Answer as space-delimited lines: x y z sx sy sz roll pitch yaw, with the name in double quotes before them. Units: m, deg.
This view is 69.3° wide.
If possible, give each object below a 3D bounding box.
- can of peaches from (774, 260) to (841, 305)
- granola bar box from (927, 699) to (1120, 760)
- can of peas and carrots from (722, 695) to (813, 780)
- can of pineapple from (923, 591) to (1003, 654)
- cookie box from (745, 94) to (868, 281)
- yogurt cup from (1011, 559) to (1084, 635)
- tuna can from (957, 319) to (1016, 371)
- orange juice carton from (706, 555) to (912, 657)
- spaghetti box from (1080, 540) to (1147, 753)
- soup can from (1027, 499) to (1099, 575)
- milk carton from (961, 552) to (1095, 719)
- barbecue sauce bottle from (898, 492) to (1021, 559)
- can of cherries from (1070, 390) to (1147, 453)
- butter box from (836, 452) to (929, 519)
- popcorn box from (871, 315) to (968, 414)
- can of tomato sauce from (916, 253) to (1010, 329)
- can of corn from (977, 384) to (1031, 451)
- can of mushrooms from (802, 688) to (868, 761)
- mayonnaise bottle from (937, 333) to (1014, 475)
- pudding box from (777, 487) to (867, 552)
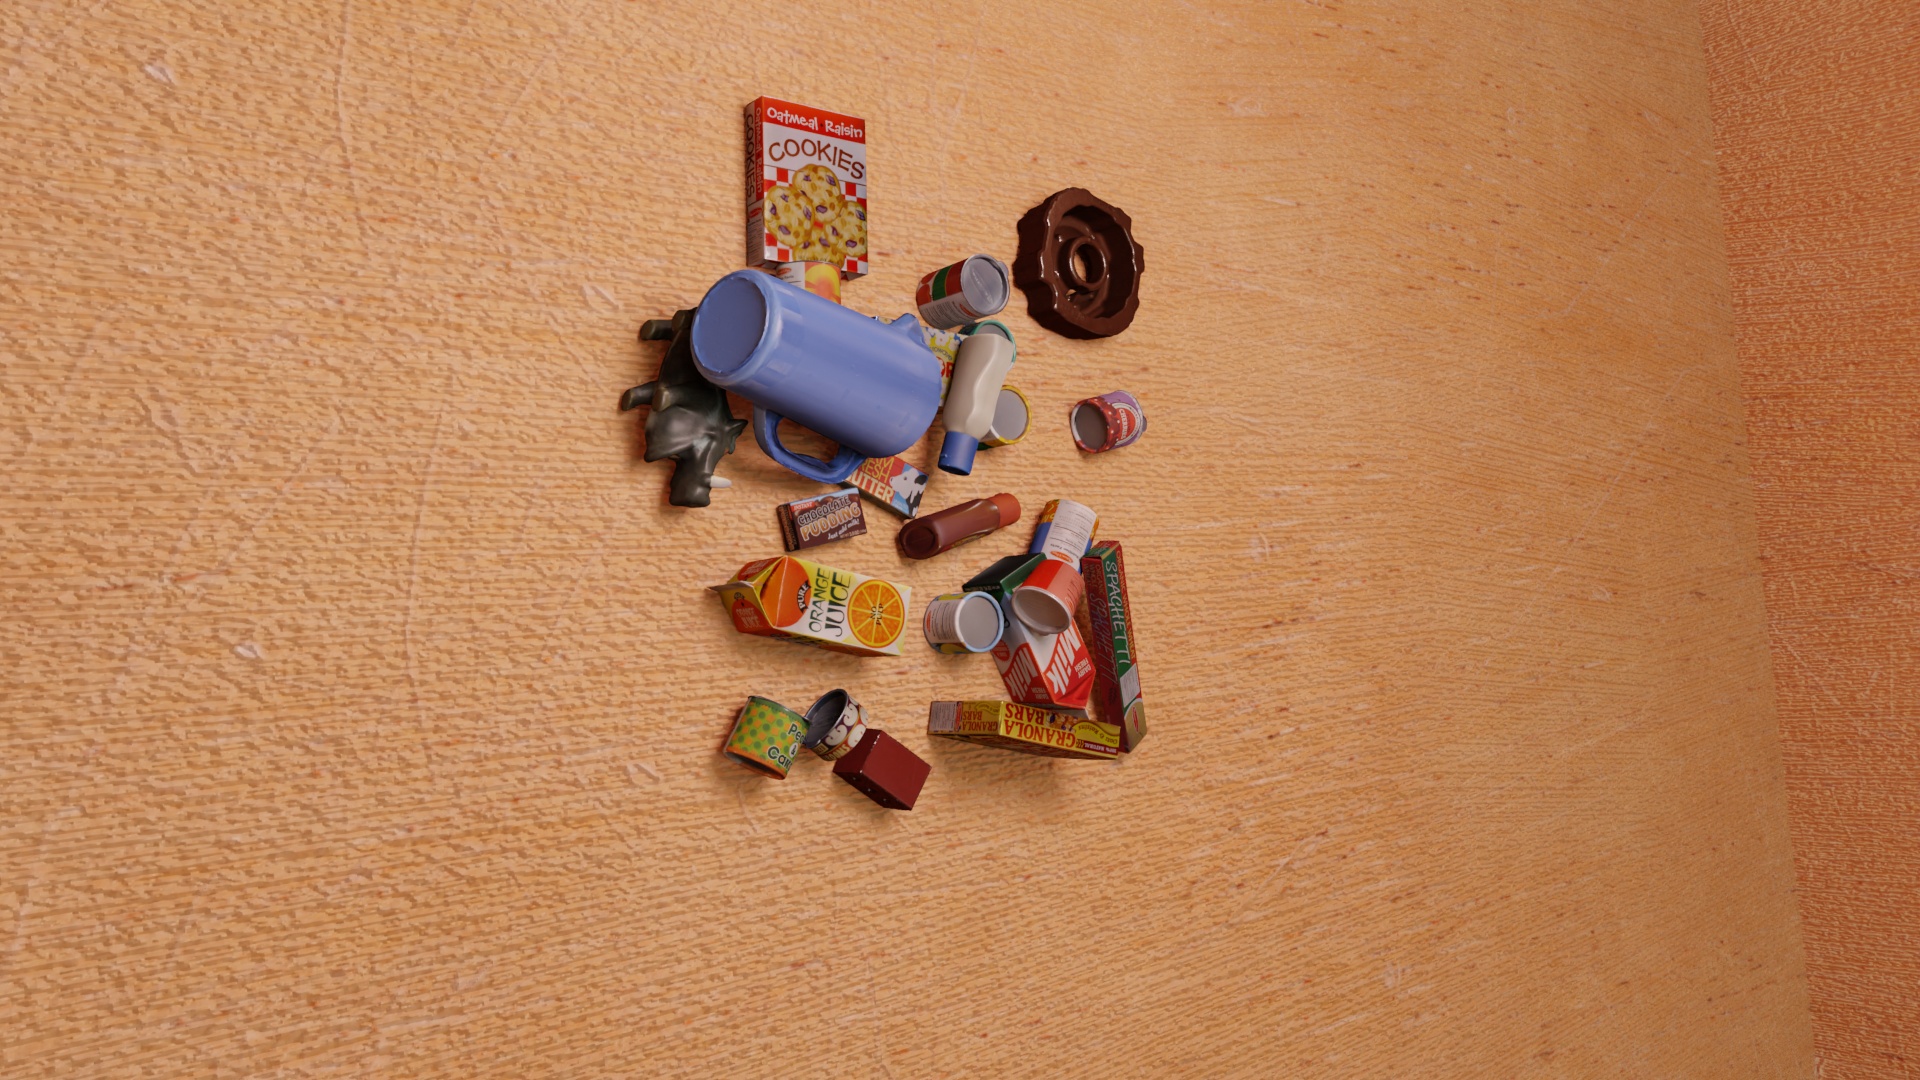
"can of peaches" -0.150 -0.244 1.392 0.071 0.071 0.058 2 84 -37
"granola bar box" 0.067 0.202 1.473 0.165 0.124 0.039 17 74 -35
"can of peas and carrots" -0.182 0.188 1.318 0.071 0.071 0.059 37 66 -29
"can of pineapple" 0.005 0.088 1.479 0.071 0.058 0.071 5 82 -37
"cookie box" -0.157 -0.357 1.417 0.123 0.040 0.167 1 85 -37
"yogurt cup" 0.095 0.057 1.458 0.072 0.072 0.054 51 51 -22
"tuna can" 0.028 -0.214 1.545 0.071 0.033 0.071 4 83 -37
"orange juice carton" -0.148 0.063 1.357 0.193 0.071 0.073 16 75 -35
"spaghetti box" 0.176 0.121 1.581 0.050 0.028 0.249 -35 122 -49
"soup can" 0.113 0.006 1.567 0.071 0.071 0.084 35 63 -29
"milk carton" 0.083 0.115 1.528 0.074 0.072 0.190 -32 103 -35
"barbecue sauce bottle" 0.005 -0.019 1.491 0.149 0.064 0.043 -20 92 -46
"can of cherries" 0.173 -0.138 1.623 0.058 0.071 0.071 -17 95 -37
"butter box" -0.084 -0.066 1.449 0.103 0.024 0.053 29 69 -32
"popcorn box" -0.051 -0.185 1.479 0.127 0.038 0.085 6 82 -37
"can of tomato sauce" 0.003 -0.269 1.501 0.071 0.083 0.071 5 83 -37
"can of corn" 0.038 -0.136 1.528 0.071 0.058 0.071 4 83 -37
"can of mushrooms" -0.125 0.183 1.363 0.033 0.071 0.071 45 61 -27
"mayonnaise bottle" 0.011 -0.143 1.460 0.041 0.064 0.148 23 77 -38
"pudding box" -0.139 -0.021 1.399 0.084 0.030 0.049 -14 93 -38
